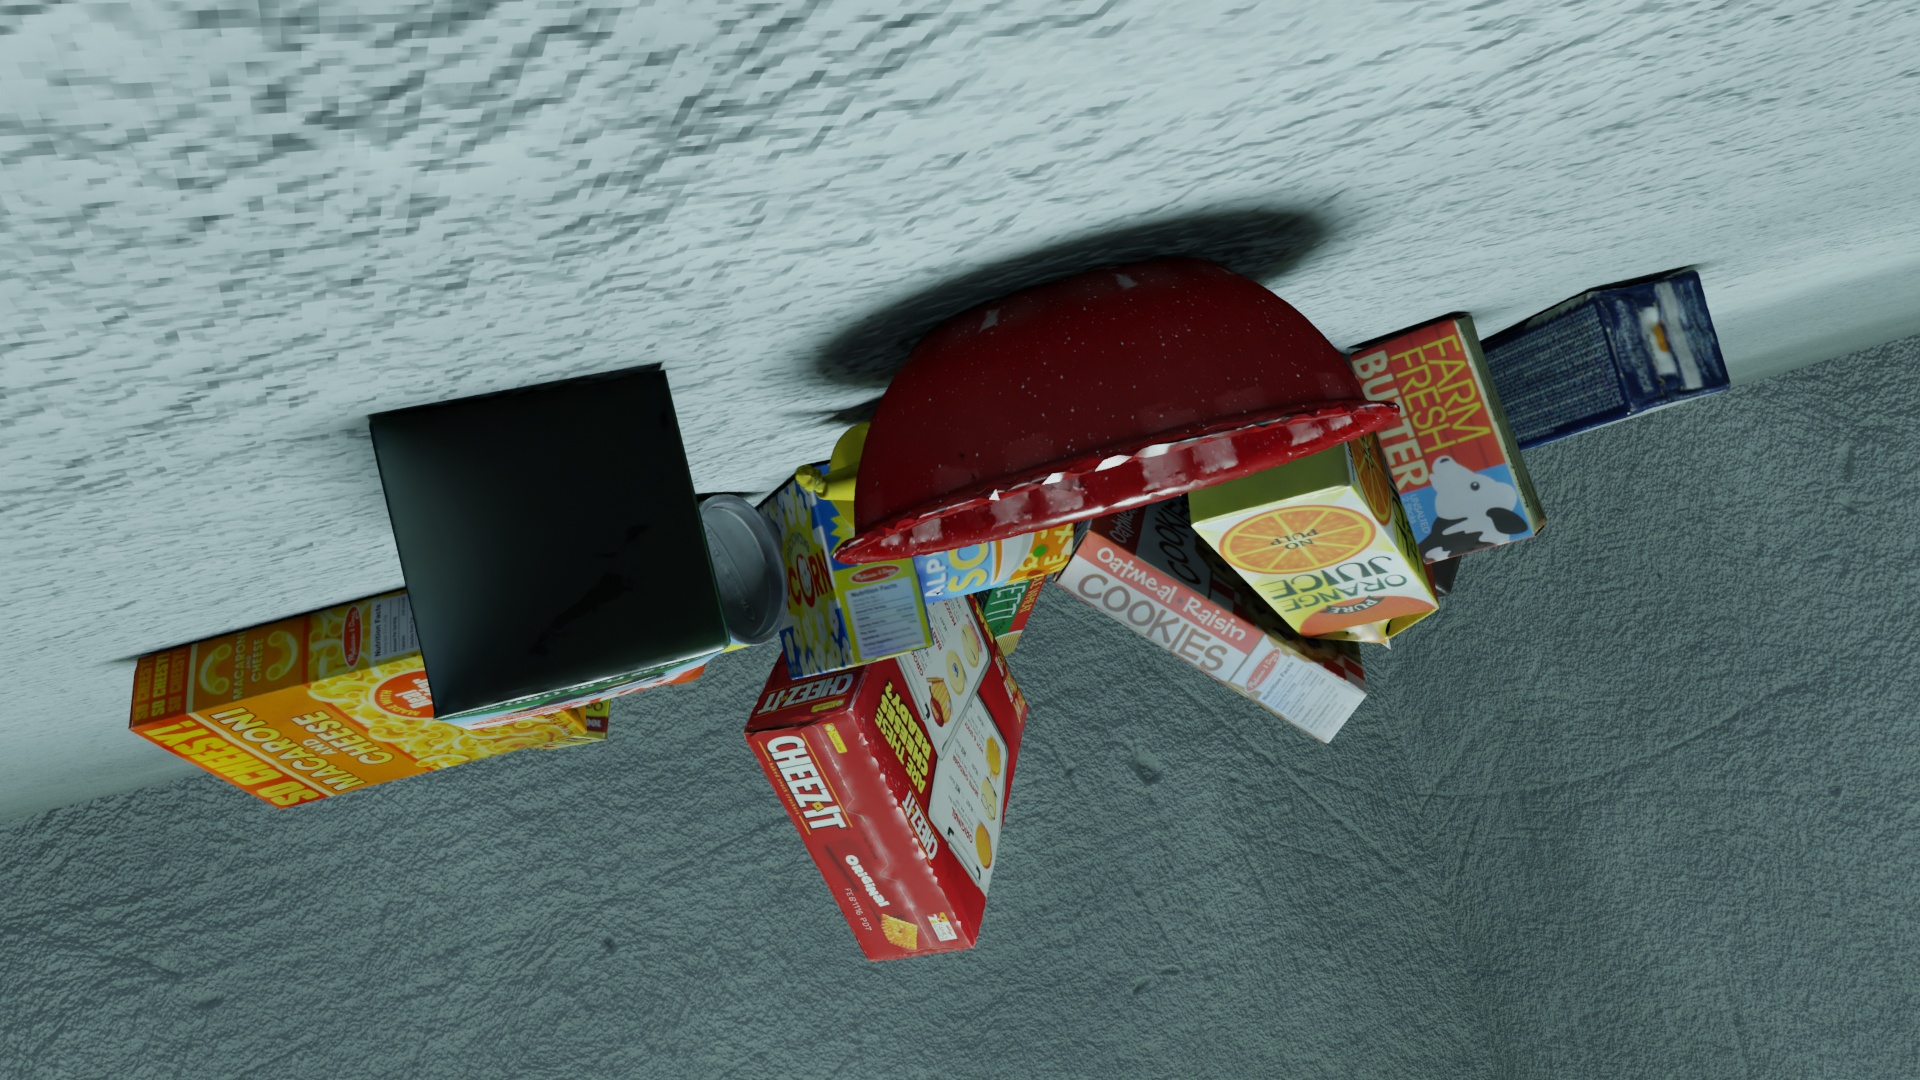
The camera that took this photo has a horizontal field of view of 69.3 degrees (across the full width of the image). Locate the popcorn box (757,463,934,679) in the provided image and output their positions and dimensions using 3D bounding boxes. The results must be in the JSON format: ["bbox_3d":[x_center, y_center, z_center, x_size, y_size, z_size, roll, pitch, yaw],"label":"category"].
[{"bbox_3d":[-0.057,0.016,0.628,0.038,0.085,0.126,-12,176,-21],"label":"popcorn box"}]

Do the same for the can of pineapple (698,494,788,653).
[{"bbox_3d":[-0.116,0.019,0.599,0.058,0.071,0.071,-16,176,26],"label":"can of pineapple"}]

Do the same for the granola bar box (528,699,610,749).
[{"bbox_3d":[-0.303,0.093,0.814,0.166,0.039,0.124,12,164,-29],"label":"granola bar box"}]

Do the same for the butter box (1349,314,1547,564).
[{"bbox_3d":[0.219,-0.046,0.626,0.053,0.103,0.024,-20,-178,37],"label":"butter box"}]

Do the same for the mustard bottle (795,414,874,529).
[{"bbox_3d":[0.001,-0.026,0.503,0.161,0.049,0.065,-11,173,-46],"label":"mustard bottle"}]

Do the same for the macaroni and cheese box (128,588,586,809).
[{"bbox_3d":[-0.286,0.076,0.678,0.166,0.040,0.123,-14,151,2],"label":"macaroni and cheese box"}]

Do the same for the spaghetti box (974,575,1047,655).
[{"bbox_3d":[0.031,0.032,0.998,0.050,0.029,0.248,-22,159,-18],"label":"spaghetti box"}]

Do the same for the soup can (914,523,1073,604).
[{"bbox_3d":[0.002,-0.008,0.641,0.084,0.071,0.071,-14,176,-19],"label":"soup can"}]

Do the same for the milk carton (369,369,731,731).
[{"bbox_3d":[-0.121,0.013,0.416,0.072,0.073,0.190,-13,175,-17],"label":"milk carton"}]

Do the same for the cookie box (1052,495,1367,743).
[{"bbox_3d":[0.137,0.028,0.765,0.040,0.167,0.123,-59,-179,24],"label":"cookie box"}]

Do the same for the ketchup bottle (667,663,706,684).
[{"bbox_3d":[-0.207,0.052,0.825,0.043,0.065,0.149,-7,170,23],"label":"ketchup bottle"}]

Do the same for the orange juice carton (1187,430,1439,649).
[{"bbox_3d":[0.178,-0.010,0.675,0.073,0.072,0.192,-16,150,27],"label":"orange juice carton"}]
